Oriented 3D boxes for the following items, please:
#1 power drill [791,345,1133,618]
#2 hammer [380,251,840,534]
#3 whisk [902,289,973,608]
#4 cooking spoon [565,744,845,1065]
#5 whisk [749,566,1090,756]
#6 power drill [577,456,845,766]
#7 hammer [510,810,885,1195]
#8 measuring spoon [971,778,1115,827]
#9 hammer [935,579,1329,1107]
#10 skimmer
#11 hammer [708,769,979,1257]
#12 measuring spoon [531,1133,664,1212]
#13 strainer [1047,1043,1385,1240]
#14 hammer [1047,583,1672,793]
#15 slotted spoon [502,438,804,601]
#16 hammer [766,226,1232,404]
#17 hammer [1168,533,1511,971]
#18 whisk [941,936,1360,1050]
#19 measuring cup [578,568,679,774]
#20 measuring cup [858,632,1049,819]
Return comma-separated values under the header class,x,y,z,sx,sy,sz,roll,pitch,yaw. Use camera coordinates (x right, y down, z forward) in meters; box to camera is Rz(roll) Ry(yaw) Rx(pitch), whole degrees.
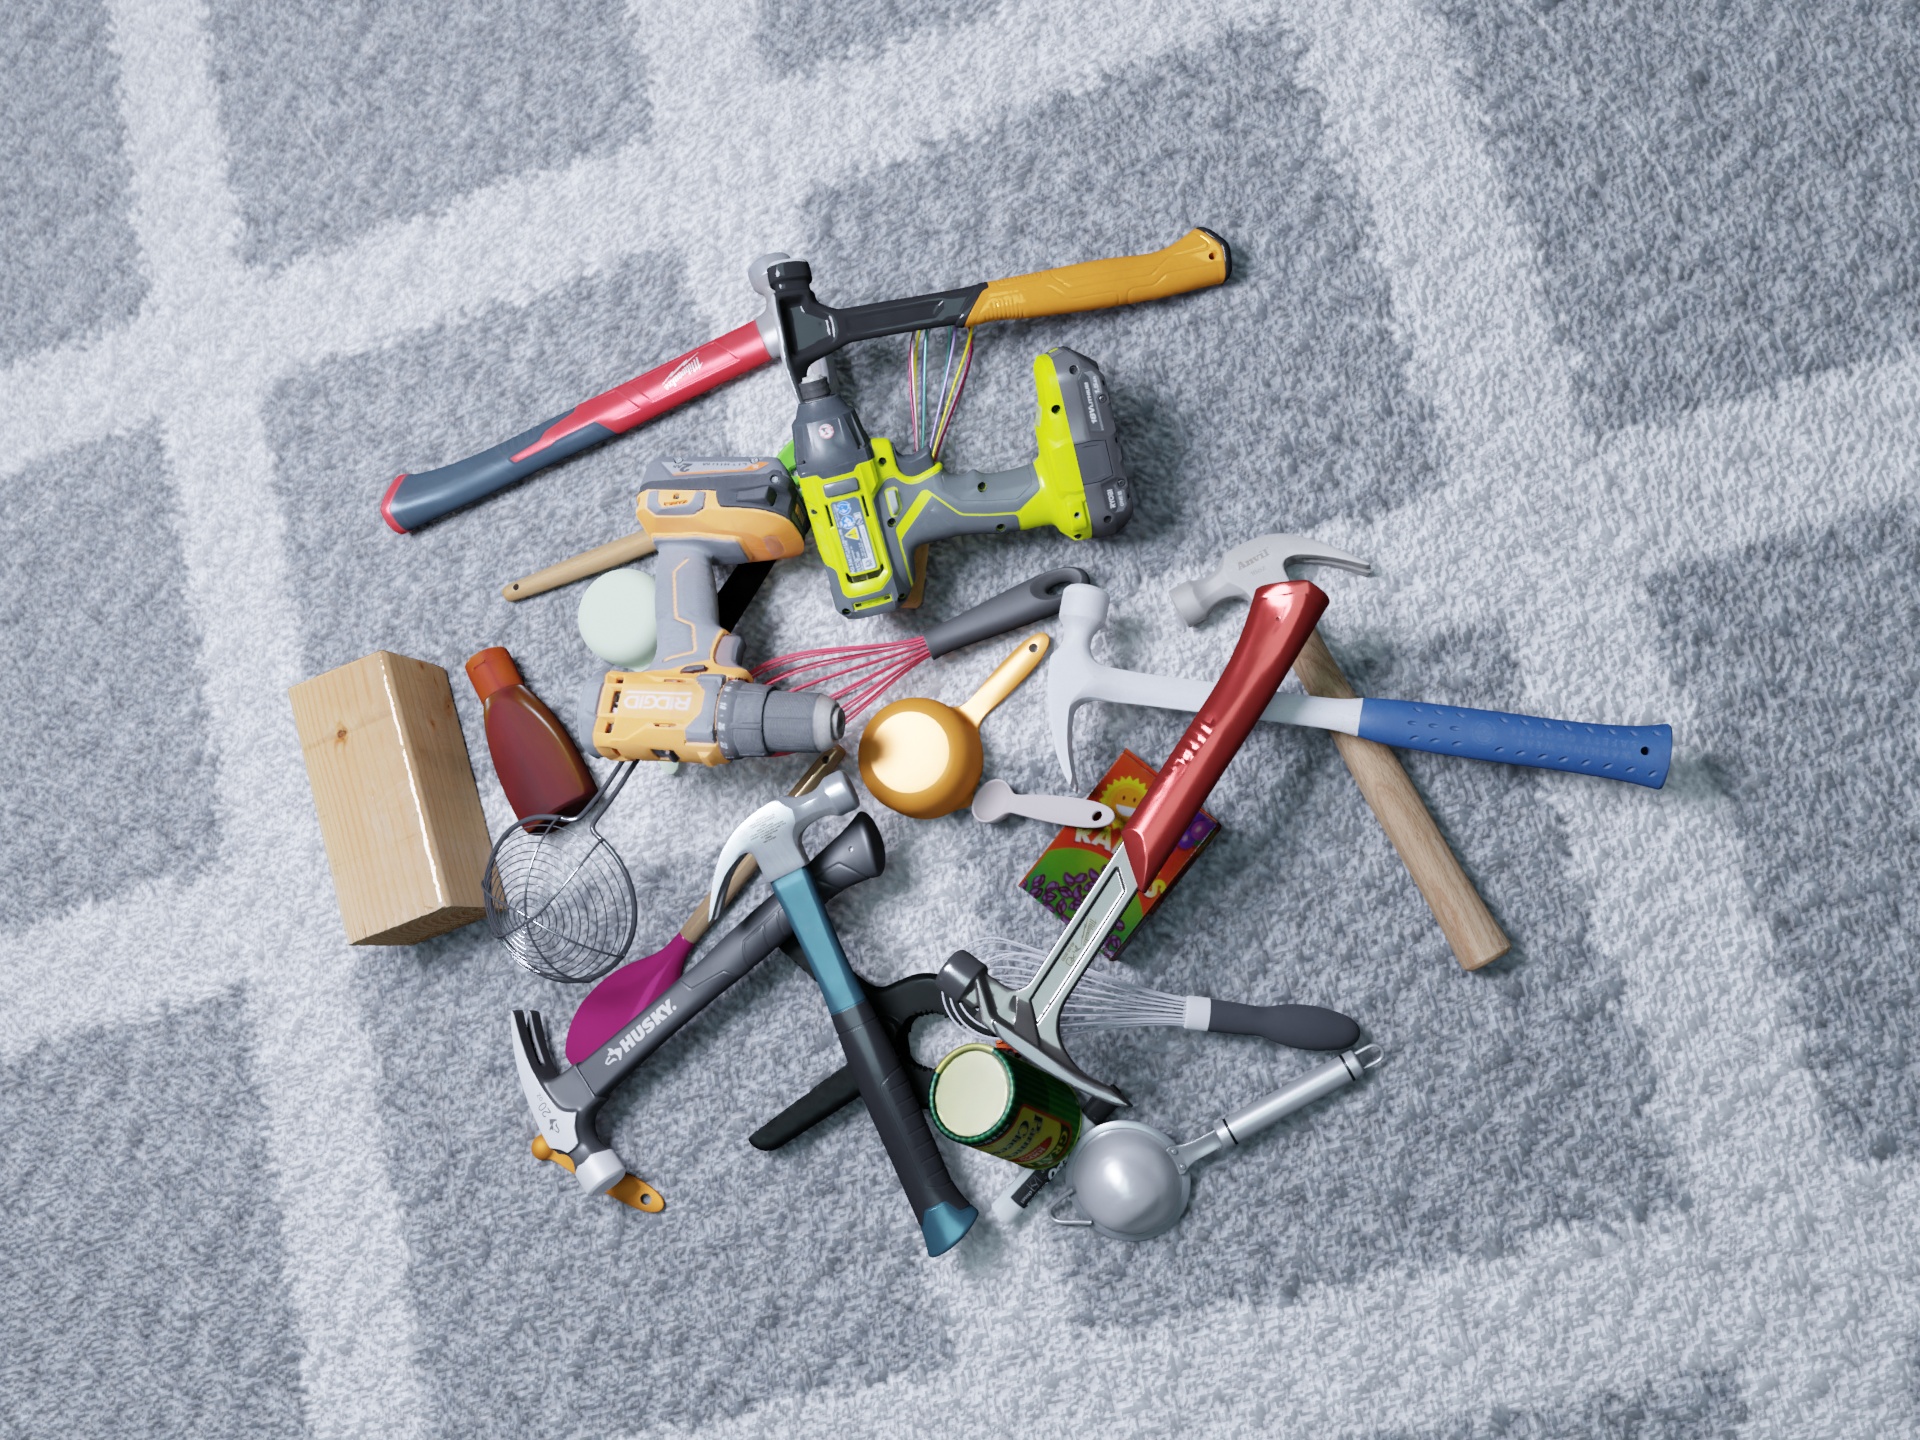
class,x,y,z,sx,sy,sz,roll,pitch,yaw
power drill,-0.002,-0.181,1.128,0.223,0.080,0.171,-15,107,1
hammer,-0.283,-0.226,1.264,0.386,0.038,0.143,-24,78,9
whisk,-0.023,-0.206,1.197,0.047,0.051,0.245,6,86,9
cooking spoon,-0.190,0.143,1.194,0.069,0.017,0.319,40,93,16
whisk,-0.042,-0.047,1.171,0.296,0.073,0.073,-23,77,2
power drill,-0.162,-0.074,1.134,0.185,0.084,0.226,2,67,13
hammer,-0.186,0.183,1.155,0.335,0.035,0.146,-42,70,7
measuring spoon,0.060,0.065,1.125,0.124,0.018,0.034,6,66,40
hammer,0.140,0.067,1.035,0.149,0.036,0.359,33,85,17
skimmer,-0.230,0.022,1.193,0.127,0.090,0.363,25,70,13
hammer,-0.070,0.210,1.098,0.128,0.033,0.331,-25,88,4
measuring spoon,-0.272,0.339,1.187,0.117,0.011,0.021,21,87,16
strainer,0.172,0.283,1.077,0.258,0.050,0.087,-30,92,4
hammer,0.255,0.002,1.064,0.405,0.035,0.144,8,79,14
slotted spoon,-0.220,-0.152,1.244,0.314,0.031,0.070,-19,72,12
hammer,0.034,-0.300,1.163,0.337,0.034,0.127,-11,91,-2
hammer,0.279,0.017,1.095,0.130,0.031,0.331,-30,76,8
whisk,0.128,0.194,1.080,0.284,0.070,0.070,6,83,3
measuring cup,-0.247,-0.039,1.225,0.083,0.038,0.168,-19,75,10
measuring cup,-0.002,-0.004,1.154,0.173,0.052,0.095,-46,74,5
